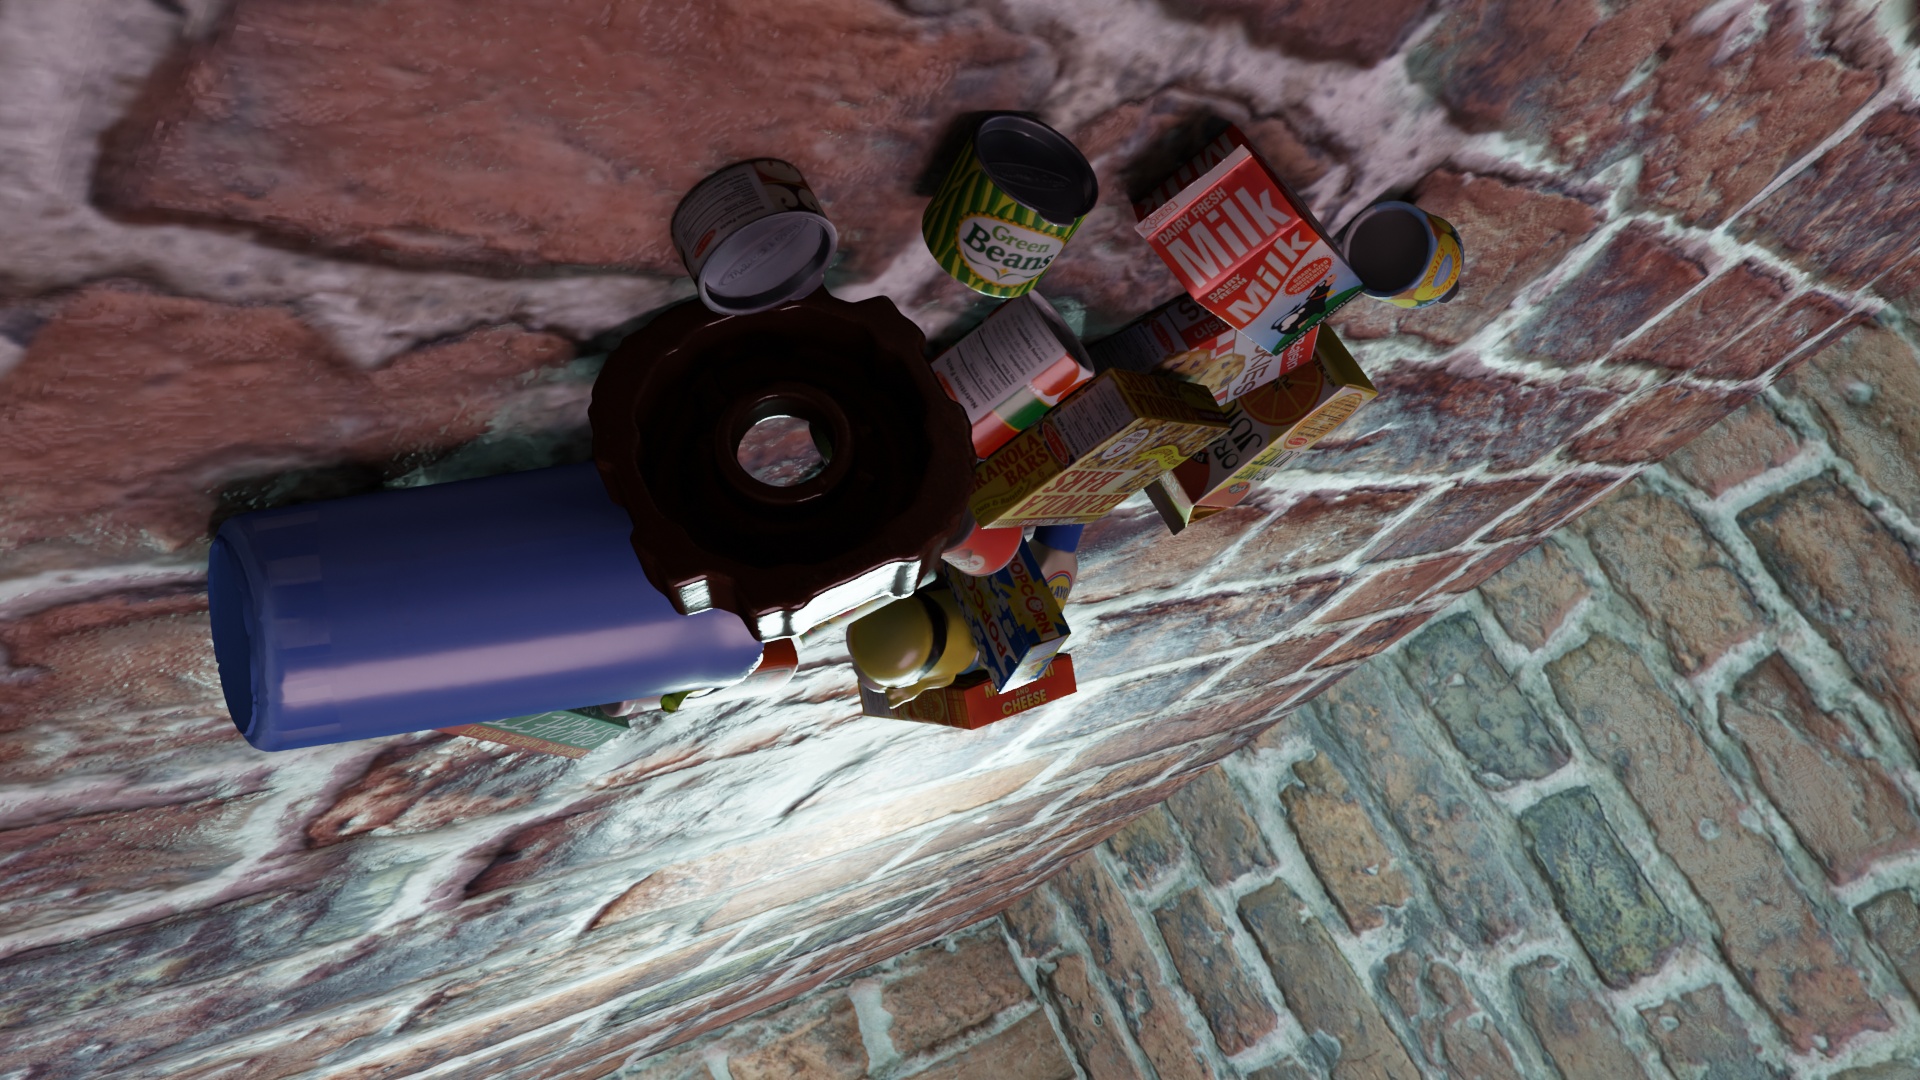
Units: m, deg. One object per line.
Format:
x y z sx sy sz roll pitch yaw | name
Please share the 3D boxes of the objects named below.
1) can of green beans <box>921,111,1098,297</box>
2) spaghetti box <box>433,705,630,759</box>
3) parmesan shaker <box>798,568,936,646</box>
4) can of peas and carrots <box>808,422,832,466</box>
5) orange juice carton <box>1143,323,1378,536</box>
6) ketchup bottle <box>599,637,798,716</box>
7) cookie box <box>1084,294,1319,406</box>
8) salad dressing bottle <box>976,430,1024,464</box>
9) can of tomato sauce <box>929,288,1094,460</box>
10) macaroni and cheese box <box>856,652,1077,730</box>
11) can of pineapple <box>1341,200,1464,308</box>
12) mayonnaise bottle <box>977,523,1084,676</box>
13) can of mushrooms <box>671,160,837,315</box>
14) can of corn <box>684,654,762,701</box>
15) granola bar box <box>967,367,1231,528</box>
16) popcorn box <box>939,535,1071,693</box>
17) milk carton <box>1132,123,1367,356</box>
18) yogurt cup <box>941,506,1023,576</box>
0.022 -0.157 0.655 0.071 0.071 0.057 -13 155 -37 | can of green beans
-0.299 0.109 0.917 0.050 0.029 0.249 -30 160 5 | spaghetti box
-0.077 0.018 0.949 0.103 0.071 0.071 -27 160 -8 | parmesan shaker
-0.045 -0.055 0.804 0.058 0.071 0.071 -33 160 8 | can of peas and carrots
0.220 -0.086 1.088 0.192 0.072 0.073 -41 157 28 | orange juice carton
-0.193 0.098 1.014 0.149 0.043 0.064 -6 154 -46 | ketchup bottle
0.168 -0.130 0.960 0.167 0.040 0.122 -27 160 -2 | cookie box
0.018 -0.059 0.922 0.064 0.044 0.148 -41 159 24 | salad dressing bottle
0.027 -0.097 0.807 0.083 0.071 0.071 -37 159 18 | can of tomato sauce
0.004 0.130 1.249 0.124 0.040 0.166 -14 -174 -36 | macaroni and cheese box
0.302 -0.193 0.945 0.070 0.071 0.058 -42 156 31 | can of pineapple
0.063 0.037 1.114 0.065 0.041 0.147 7 105 -49 | mayonnaise bottle
-0.090 -0.132 0.612 0.071 0.033 0.070 -26 159 -11 | can of mushrooms
-0.178 0.068 0.939 0.071 0.058 0.071 -26 160 -10 | can of corn
0.089 -0.057 0.891 0.124 0.039 0.166 -36 165 25 | granola bar box
0.030 0.039 1.051 0.038 0.127 0.084 -14 155 -24 | popcorn box
0.163 -0.173 0.798 0.072 0.073 0.190 -37 158 20 | milk carton
0.004 -0.012 0.986 0.072 0.072 0.054 -37 150 20 | yogurt cup
